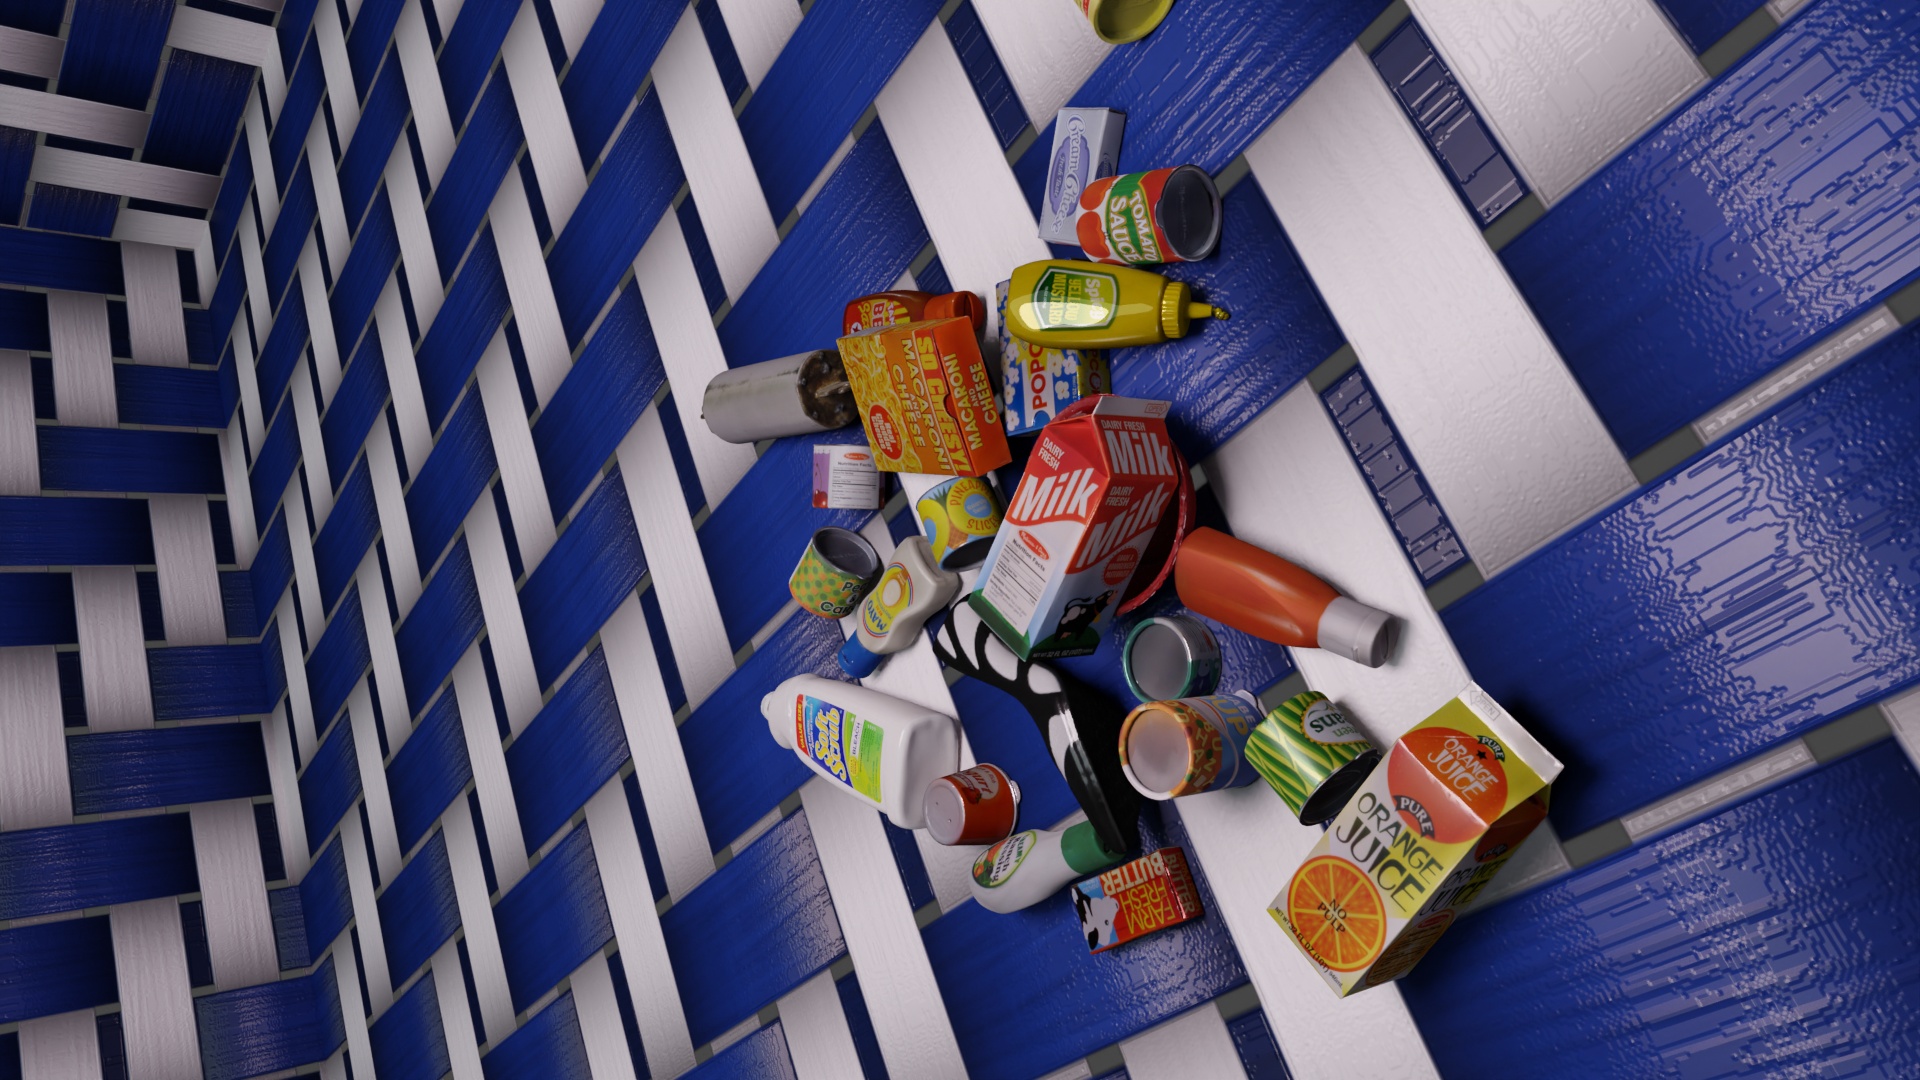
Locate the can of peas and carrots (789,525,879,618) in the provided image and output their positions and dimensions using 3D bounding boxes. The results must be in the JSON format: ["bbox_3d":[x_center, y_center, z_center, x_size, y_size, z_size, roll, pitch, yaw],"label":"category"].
[{"bbox_3d":[-0.114,0.031,1.269,0.071,0.071,0.058,54,128,34],"label":"can of peas and carrots"}]

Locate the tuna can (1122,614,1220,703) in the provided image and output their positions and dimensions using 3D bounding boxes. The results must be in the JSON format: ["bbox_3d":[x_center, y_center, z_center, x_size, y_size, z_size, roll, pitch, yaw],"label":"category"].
[{"bbox_3d":[0.149,0.089,0.996,0.071,0.033,0.071,-2,88,48],"label":"tuna can"}]

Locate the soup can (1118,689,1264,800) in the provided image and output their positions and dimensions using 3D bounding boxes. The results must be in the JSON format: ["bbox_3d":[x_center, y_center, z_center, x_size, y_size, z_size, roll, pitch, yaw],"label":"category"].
[{"bbox_3d":[0.160,0.137,0.945,0.071,0.084,0.071,-2,88,48],"label":"soup can"}]

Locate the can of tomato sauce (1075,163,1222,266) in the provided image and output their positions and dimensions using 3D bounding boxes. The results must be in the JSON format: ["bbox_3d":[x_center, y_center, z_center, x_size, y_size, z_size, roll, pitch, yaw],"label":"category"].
[{"bbox_3d":[0.132,-0.230,0.993,0.083,0.071,0.071,7,95,49],"label":"can of tomato sauce"}]

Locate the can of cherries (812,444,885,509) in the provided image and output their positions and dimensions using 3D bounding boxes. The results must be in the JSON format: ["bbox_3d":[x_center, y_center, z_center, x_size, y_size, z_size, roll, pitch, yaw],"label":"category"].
[{"bbox_3d":[-0.100,-0.057,1.257,0.071,0.071,0.058,3,93,48],"label":"can of cherries"}]

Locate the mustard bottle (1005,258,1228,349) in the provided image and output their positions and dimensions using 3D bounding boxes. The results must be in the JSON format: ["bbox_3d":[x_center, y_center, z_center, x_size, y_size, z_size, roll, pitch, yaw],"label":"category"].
[{"bbox_3d":[0.114,-0.169,1.003,0.160,0.049,0.065,5,90,22],"label":"mustard bottle"}]

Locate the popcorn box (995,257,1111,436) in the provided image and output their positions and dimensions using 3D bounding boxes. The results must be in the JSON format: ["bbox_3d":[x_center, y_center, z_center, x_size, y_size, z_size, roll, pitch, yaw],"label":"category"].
[{"bbox_3d":[0.072,-0.149,1.084,0.085,0.038,0.126,-9,82,47],"label":"popcorn box"}]

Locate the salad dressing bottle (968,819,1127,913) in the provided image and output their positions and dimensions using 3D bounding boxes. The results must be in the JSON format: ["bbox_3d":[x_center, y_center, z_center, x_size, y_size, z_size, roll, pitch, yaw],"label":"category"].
[{"bbox_3d":[0.067,0.246,1.064,0.044,0.064,0.147,44,135,-13],"label":"salad dressing bottle"}]

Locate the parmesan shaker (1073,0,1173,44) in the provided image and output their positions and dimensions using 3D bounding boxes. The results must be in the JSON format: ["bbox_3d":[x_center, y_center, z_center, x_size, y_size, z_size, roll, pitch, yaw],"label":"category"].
[{"bbox_3d":[0.107,-0.429,1.027,0.071,0.071,0.103,-49,55,36],"label":"parmesan shaker"}]

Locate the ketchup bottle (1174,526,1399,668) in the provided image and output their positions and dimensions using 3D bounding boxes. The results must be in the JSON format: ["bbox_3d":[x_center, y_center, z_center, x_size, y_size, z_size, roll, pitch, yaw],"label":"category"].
[{"bbox_3d":[0.212,0.041,0.912,0.149,0.044,0.064,24,142,40],"label":"ketchup bottle"}]

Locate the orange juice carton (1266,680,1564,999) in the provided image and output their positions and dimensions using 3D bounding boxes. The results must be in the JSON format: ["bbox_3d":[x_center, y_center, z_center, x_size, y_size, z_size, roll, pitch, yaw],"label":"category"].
[{"bbox_3d":[0.274,0.177,0.824,0.072,0.073,0.191,50,124,36],"label":"orange juice carton"}]

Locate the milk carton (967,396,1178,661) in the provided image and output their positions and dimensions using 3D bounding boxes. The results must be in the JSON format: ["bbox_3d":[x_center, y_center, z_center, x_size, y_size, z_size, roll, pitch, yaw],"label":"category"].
[{"bbox_3d":[0.084,-0.015,0.958,0.073,0.072,0.189,44,122,39],"label":"milk carton"}]

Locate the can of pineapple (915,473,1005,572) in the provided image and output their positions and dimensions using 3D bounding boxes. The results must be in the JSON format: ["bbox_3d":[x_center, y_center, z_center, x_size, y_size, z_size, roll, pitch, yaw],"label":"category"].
[{"bbox_3d":[0.004,-0.014,1.135,0.070,0.071,0.058,-41,61,40],"label":"can of pineapple"}]

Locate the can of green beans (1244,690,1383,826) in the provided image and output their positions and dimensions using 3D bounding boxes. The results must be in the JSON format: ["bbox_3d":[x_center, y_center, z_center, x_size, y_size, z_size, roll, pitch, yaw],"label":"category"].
[{"bbox_3d":[0.225,0.138,0.885,0.058,0.071,0.071,52,126,35],"label":"can of green beans"}]

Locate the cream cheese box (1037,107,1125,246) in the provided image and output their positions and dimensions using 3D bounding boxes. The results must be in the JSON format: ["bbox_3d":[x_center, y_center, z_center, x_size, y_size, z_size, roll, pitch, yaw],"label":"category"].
[{"bbox_3d":[0.093,-0.280,1.073,0.053,0.024,0.103,20,104,46],"label":"cream cheese box"}]

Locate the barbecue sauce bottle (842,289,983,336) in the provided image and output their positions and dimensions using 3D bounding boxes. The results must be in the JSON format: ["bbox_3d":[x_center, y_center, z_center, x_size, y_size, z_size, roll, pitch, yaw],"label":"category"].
[{"bbox_3d":[-0.042,-0.189,1.208,0.148,0.044,0.065,-1,94,48],"label":"barbecue sauce bottle"}]

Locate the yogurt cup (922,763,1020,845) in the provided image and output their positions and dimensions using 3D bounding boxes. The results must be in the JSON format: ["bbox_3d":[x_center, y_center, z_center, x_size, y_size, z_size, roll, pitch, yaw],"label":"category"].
[{"bbox_3d":[0.006,0.219,1.139,0.072,0.054,0.072,0,90,49],"label":"yogurt cup"}]

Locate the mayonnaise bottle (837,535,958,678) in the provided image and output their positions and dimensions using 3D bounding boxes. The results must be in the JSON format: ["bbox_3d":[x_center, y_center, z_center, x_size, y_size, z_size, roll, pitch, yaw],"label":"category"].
[{"bbox_3d":[-0.059,0.064,1.224,0.147,0.041,0.065,-52,55,33],"label":"mayonnaise bottle"}]

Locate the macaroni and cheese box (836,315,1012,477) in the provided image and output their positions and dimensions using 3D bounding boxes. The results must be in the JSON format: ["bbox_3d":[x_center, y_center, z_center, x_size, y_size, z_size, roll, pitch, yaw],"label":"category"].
[{"bbox_3d":[-0.033,-0.117,1.145,0.166,0.040,0.123,8,119,59],"label":"macaroni and cheese box"}]

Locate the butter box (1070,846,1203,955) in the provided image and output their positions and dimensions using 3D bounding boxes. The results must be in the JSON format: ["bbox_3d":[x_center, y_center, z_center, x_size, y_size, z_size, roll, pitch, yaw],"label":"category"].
[{"bbox_3d":[0.128,0.265,1.023,0.103,0.024,0.053,-36,62,42],"label":"butter box"}]
